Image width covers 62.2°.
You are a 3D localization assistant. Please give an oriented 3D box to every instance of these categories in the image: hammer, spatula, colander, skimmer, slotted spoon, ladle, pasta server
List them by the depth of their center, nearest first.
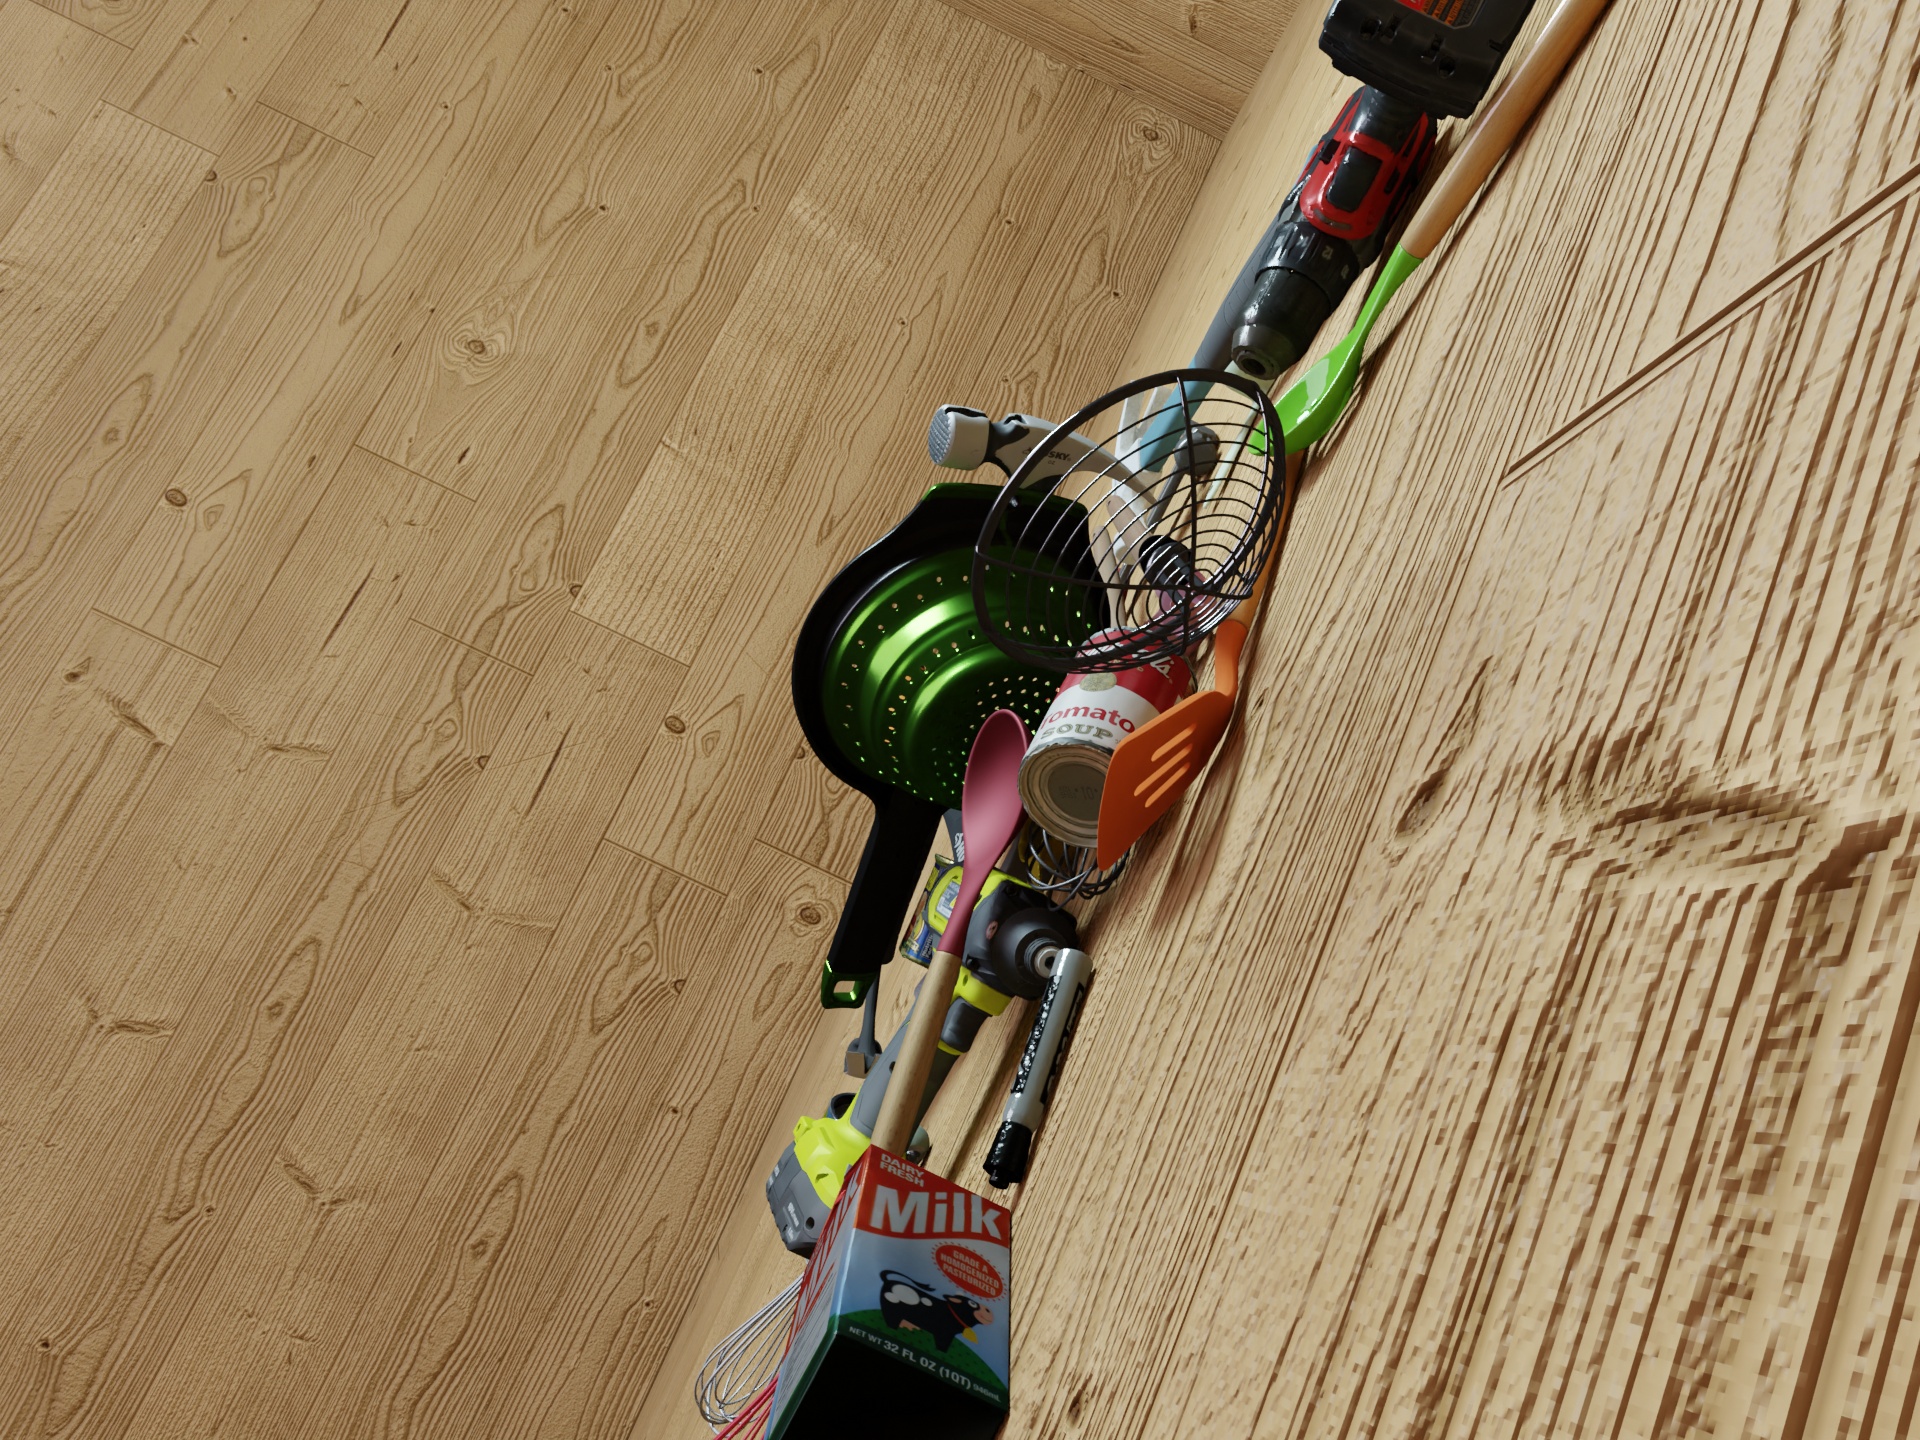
[{"bbox_3d":[0.073,-0.085,0.684,0.127,0.090,0.363,-43,3,9],"label":"skimmer"},{"bbox_3d":[0.225,-0.239,0.737,0.313,0.031,0.070,-59,3,43],"label":"slotted spoon"},{"bbox_3d":[0.130,-0.062,0.781,0.081,0.041,0.323,90,-161,-46],"label":"spatula"},{"bbox_3d":[-0.014,0.142,0.798,0.069,0.031,0.315,-19,49,61],"label":"ladle"},{"bbox_3d":[-0.014,0.053,0.974,0.095,0.204,0.396,60,138,49],"label":"colander"},{"bbox_3d":[0.115,-0.103,1.003,0.060,0.040,0.316,-60,14,17],"label":"pasta server"},{"bbox_3d":[-0.002,-0.003,1.023,0.036,0.149,0.408,-119,41,-50],"label":"hammer"},{"bbox_3d":[0.172,-0.246,1.068,0.330,0.033,0.128,121,155,-57],"label":"hammer"},{"bbox_3d":[0.110,-0.073,1.122,0.316,0.018,0.059,-89,24,-61],"label":"spatula"},{"bbox_3d":[0.005,0.069,1.170,0.146,0.035,0.335,-56,18,17],"label":"hammer"},{"bbox_3d":[-0.059,0.111,1.260,0.127,0.034,0.337,111,165,-74],"label":"hammer"},{"bbox_3d":[0.111,-0.077,1.294,0.359,0.036,0.149,-63,3,16],"label":"hammer"}]

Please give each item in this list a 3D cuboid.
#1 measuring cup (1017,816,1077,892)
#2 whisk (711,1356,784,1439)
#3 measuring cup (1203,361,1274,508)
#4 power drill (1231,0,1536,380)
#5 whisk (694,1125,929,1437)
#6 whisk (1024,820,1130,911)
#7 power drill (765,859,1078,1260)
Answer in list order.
[{"bbox_3d":[0.056,0.102,0.960,0.062,0.029,0.157,123,161,-44],"label":"measuring cup"},{"bbox_3d":[-0.107,0.406,0.948,0.296,0.073,0.073,-59,1,-16],"label":"whisk"},{"bbox_3d":[0.189,-0.225,1.104,0.168,0.038,0.083,-64,3,-12],"label":"measuring cup"},{"bbox_3d":[0.207,-0.292,0.810,0.188,0.080,0.226,-60,-6,-14],"label":"power drill"},{"bbox_3d":[-0.094,0.359,1.024,0.246,0.057,0.059,-56,33,7],"label":"whisk"},{"bbox_3d":[0.082,0.026,0.885,0.055,0.055,0.239,-63,-1,35],"label":"whisk"},{"bbox_3d":[-0.015,0.188,0.866,0.223,0.080,0.171,-62,13,-4],"label":"power drill"}]
